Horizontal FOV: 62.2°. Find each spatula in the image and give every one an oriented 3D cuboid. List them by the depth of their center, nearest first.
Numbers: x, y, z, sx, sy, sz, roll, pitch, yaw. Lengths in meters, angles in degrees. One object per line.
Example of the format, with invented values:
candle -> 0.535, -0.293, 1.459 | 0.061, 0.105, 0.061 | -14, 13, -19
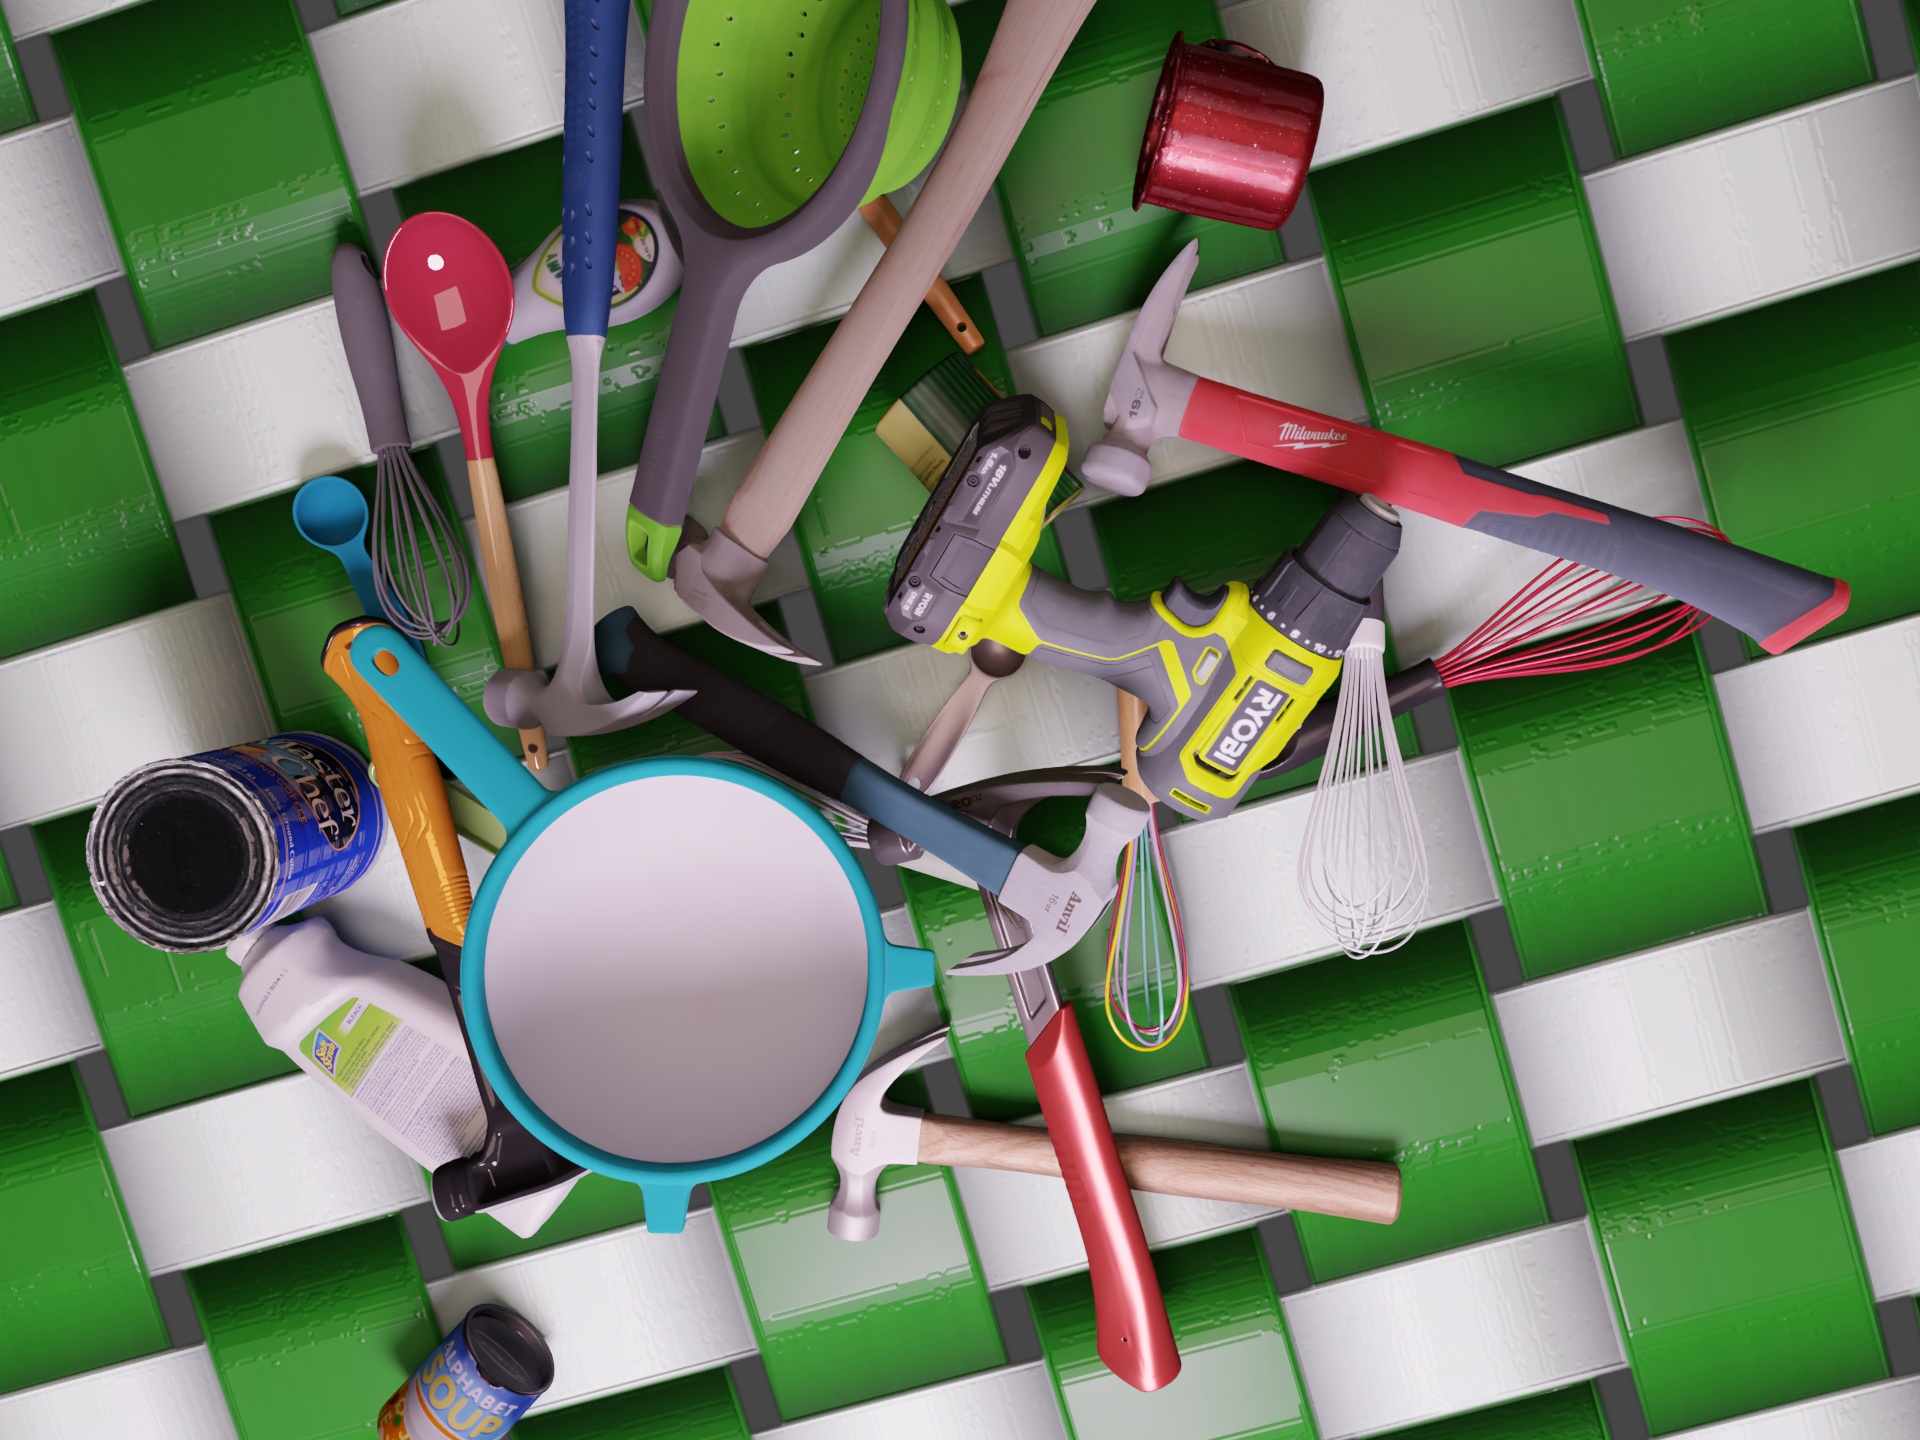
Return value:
spatula -> -0.086, -0.339, 0.883 | 0.081, 0.041, 0.322 | -36, 93, 5

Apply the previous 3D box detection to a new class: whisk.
whisk -> 0.216, -0.014, 0.855 | 0.070, 0.070, 0.285 | 4, 72, 3
whisk -> 0.284, -0.033, 0.885 | 0.296, 0.073, 0.073 | -25, 94, 11
whisk -> 0.102, 0.069, 0.910 | 0.047, 0.051, 0.245 | -3, 92, 9
whisk -> -0.324, -0.157, 0.912 | 0.055, 0.055, 0.239 | -13, 89, 4
whisk -> -0.045, 0.067, 0.918 | 0.246, 0.059, 0.057 | 18, 133, -3

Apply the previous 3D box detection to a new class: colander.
colander -> -0.091, -0.258, 0.834 | 0.205, 0.094, 0.397 | 36, 117, 38

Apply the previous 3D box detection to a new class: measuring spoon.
measuring spoon -> -0.001, -0.003, 0.919 | 0.034, 0.018, 0.124 | 33, 95, 6
measuring spoon -> -0.346, -0.083, 0.935 | 0.042, 0.021, 0.128 | -25, 103, -2

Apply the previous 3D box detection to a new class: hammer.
hammer -> 0.268, -0.135, 0.838 | 0.386, 0.038, 0.143 | 20, 85, 13
hammer -> -0.194, -0.192, 0.841 | 0.144, 0.035, 0.405 | 7, 96, 39
hammer -> -0.028, -0.226, 0.842 | 0.146, 0.038, 0.410 | 38, 101, 40
hammer -> -0.068, 0.024, 0.849 | 0.331, 0.033, 0.128 | 28, 109, 18
hammer -> 0.067, 0.202, 0.876 | 0.149, 0.037, 0.359 | -13, 100, 26
hammer -> -0.279, 0.098, 0.883 | 0.127, 0.034, 0.337 | -22, 83, 12
hammer -> 0.090, 0.255, 0.932 | 0.331, 0.031, 0.130 | 6, 96, 2

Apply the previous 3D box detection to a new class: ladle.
ladle -> -0.264, -0.122, 0.894 | 0.069, 0.031, 0.315 | -6, 107, 1

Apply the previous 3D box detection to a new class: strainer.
strainer -> -0.187, 0.081, 0.833 | 0.211, 0.095, 0.340 | -44, 85, -4
strainer -> -0.237, 0.094, 0.915 | 0.256, 0.069, 0.151 | 32, 96, -2

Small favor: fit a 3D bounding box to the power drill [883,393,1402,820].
power drill -> 0.095, -0.070, 0.820 | 0.228, 0.080, 0.190 | 27, 115, -11
